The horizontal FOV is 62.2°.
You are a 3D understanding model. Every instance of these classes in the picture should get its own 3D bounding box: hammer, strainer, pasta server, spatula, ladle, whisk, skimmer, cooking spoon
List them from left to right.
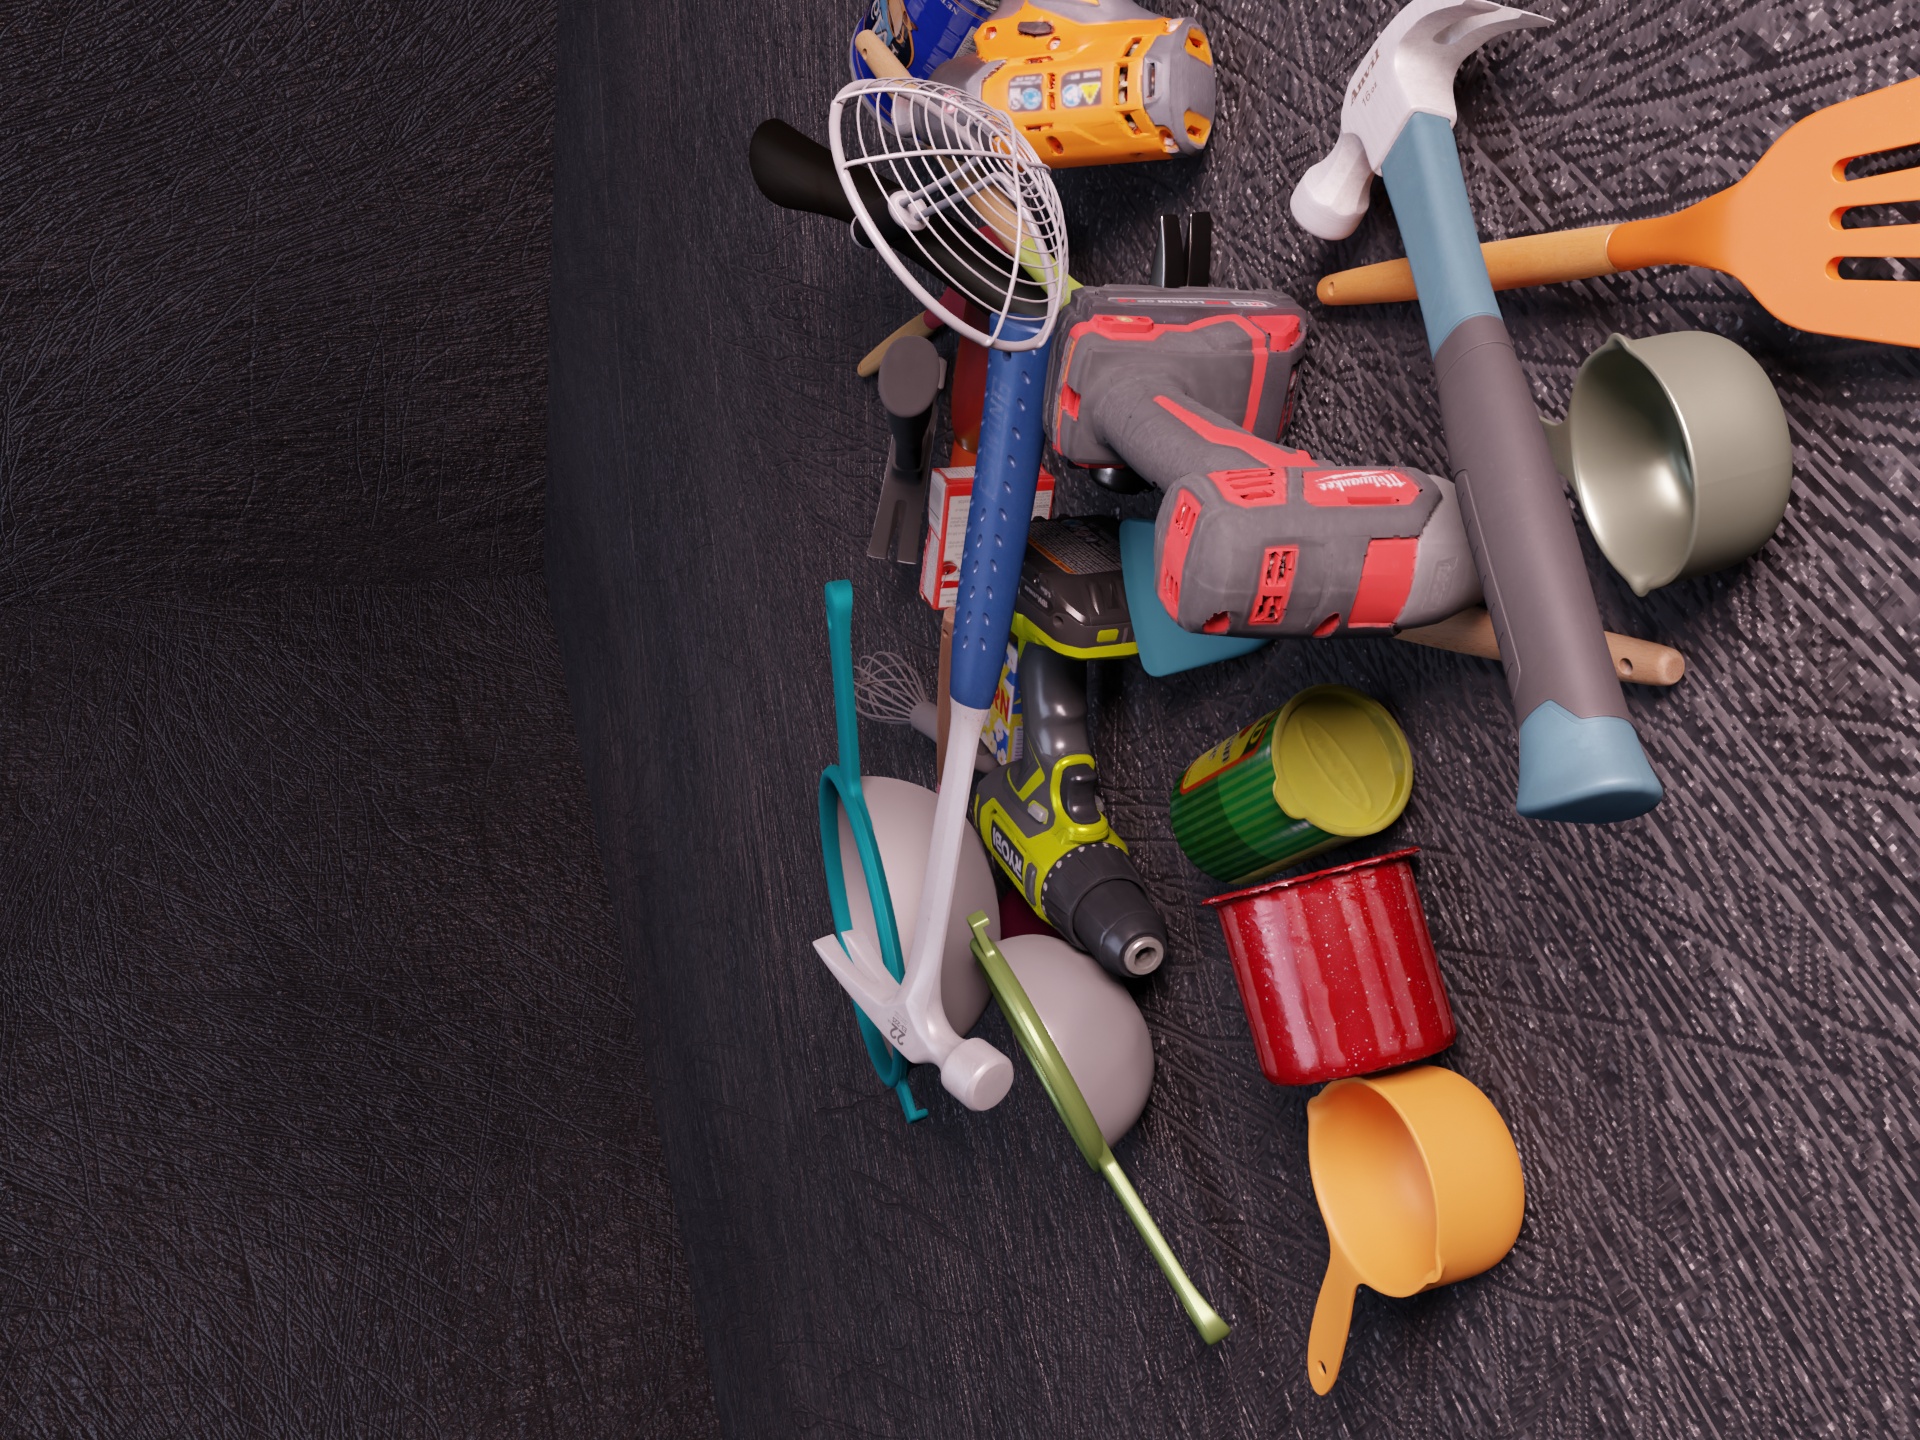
[{"bbox_3d":[-0.033,-0.233,0.767,0.127,0.090,0.363,46,178,-18],"label":"skimmer"},{"bbox_3d":[-0.032,-0.176,0.975,0.335,0.035,0.146,-118,37,-86],"label":"hammer"},{"bbox_3d":[-0.029,0.067,1.012,0.211,0.095,0.340,-125,28,-62],"label":"strainer"},{"bbox_3d":[-0.027,-0.281,1.132,0.315,0.031,0.069,-179,83,-71],"label":"ladle"},{"bbox_3d":[-0.024,-0.004,1.175,0.239,0.055,0.055,32,126,58],"label":"whisk"},{"bbox_3d":[-0.013,0.031,1.080,0.060,0.040,0.316,41,153,23],"label":"pasta server"},{"bbox_3d":[-0.009,-0.285,0.927,0.411,0.038,0.146,43,135,39],"label":"hammer"},{"bbox_3d":[-0.004,0.141,1.132,0.319,0.017,0.068,1,104,60],"label":"cooking spoon"},{"bbox_3d":[-0.001,-0.003,0.815,0.144,0.035,0.405,31,121,41],"label":"hammer"},{"bbox_3d":[0.011,-0.259,0.822,0.320,0.062,0.078,58,148,26],"label":"ladle"},{"bbox_3d":[0.094,0.215,0.889,0.257,0.069,0.151,57,173,29],"label":"strainer"},{"bbox_3d":[0.165,-0.041,0.663,0.318,0.044,0.082,-157,53,-65],"label":"spatula"},{"bbox_3d":[0.168,-0.111,0.519,0.128,0.033,0.331,117,156,-54],"label":"hammer"},{"bbox_3d":[0.214,-0.156,0.534,0.323,0.041,0.081,-148,54,-70],"label":"spatula"}]

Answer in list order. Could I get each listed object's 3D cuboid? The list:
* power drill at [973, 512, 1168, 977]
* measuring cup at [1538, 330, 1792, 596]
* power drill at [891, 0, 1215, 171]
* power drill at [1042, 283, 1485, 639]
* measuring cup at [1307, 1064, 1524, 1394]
[{"bbox_3d":[0.067,0.015,0.892,0.191,0.080,0.228,-130,37,-58],"label":"power drill"},{"bbox_3d":[0.218,-0.094,0.531,0.168,0.038,0.083,-104,1,-73],"label":"measuring cup"},{"bbox_3d":[0.039,-0.381,0.760,0.164,0.084,0.226,5,102,27],"label":"power drill"},{"bbox_3d":[0.123,-0.103,0.637,0.220,0.143,0.078,-114,26,-54],"label":"power drill"},{"bbox_3d":[0.185,0.221,0.671,0.095,0.052,0.173,-125,33,-52],"label":"measuring cup"}]
